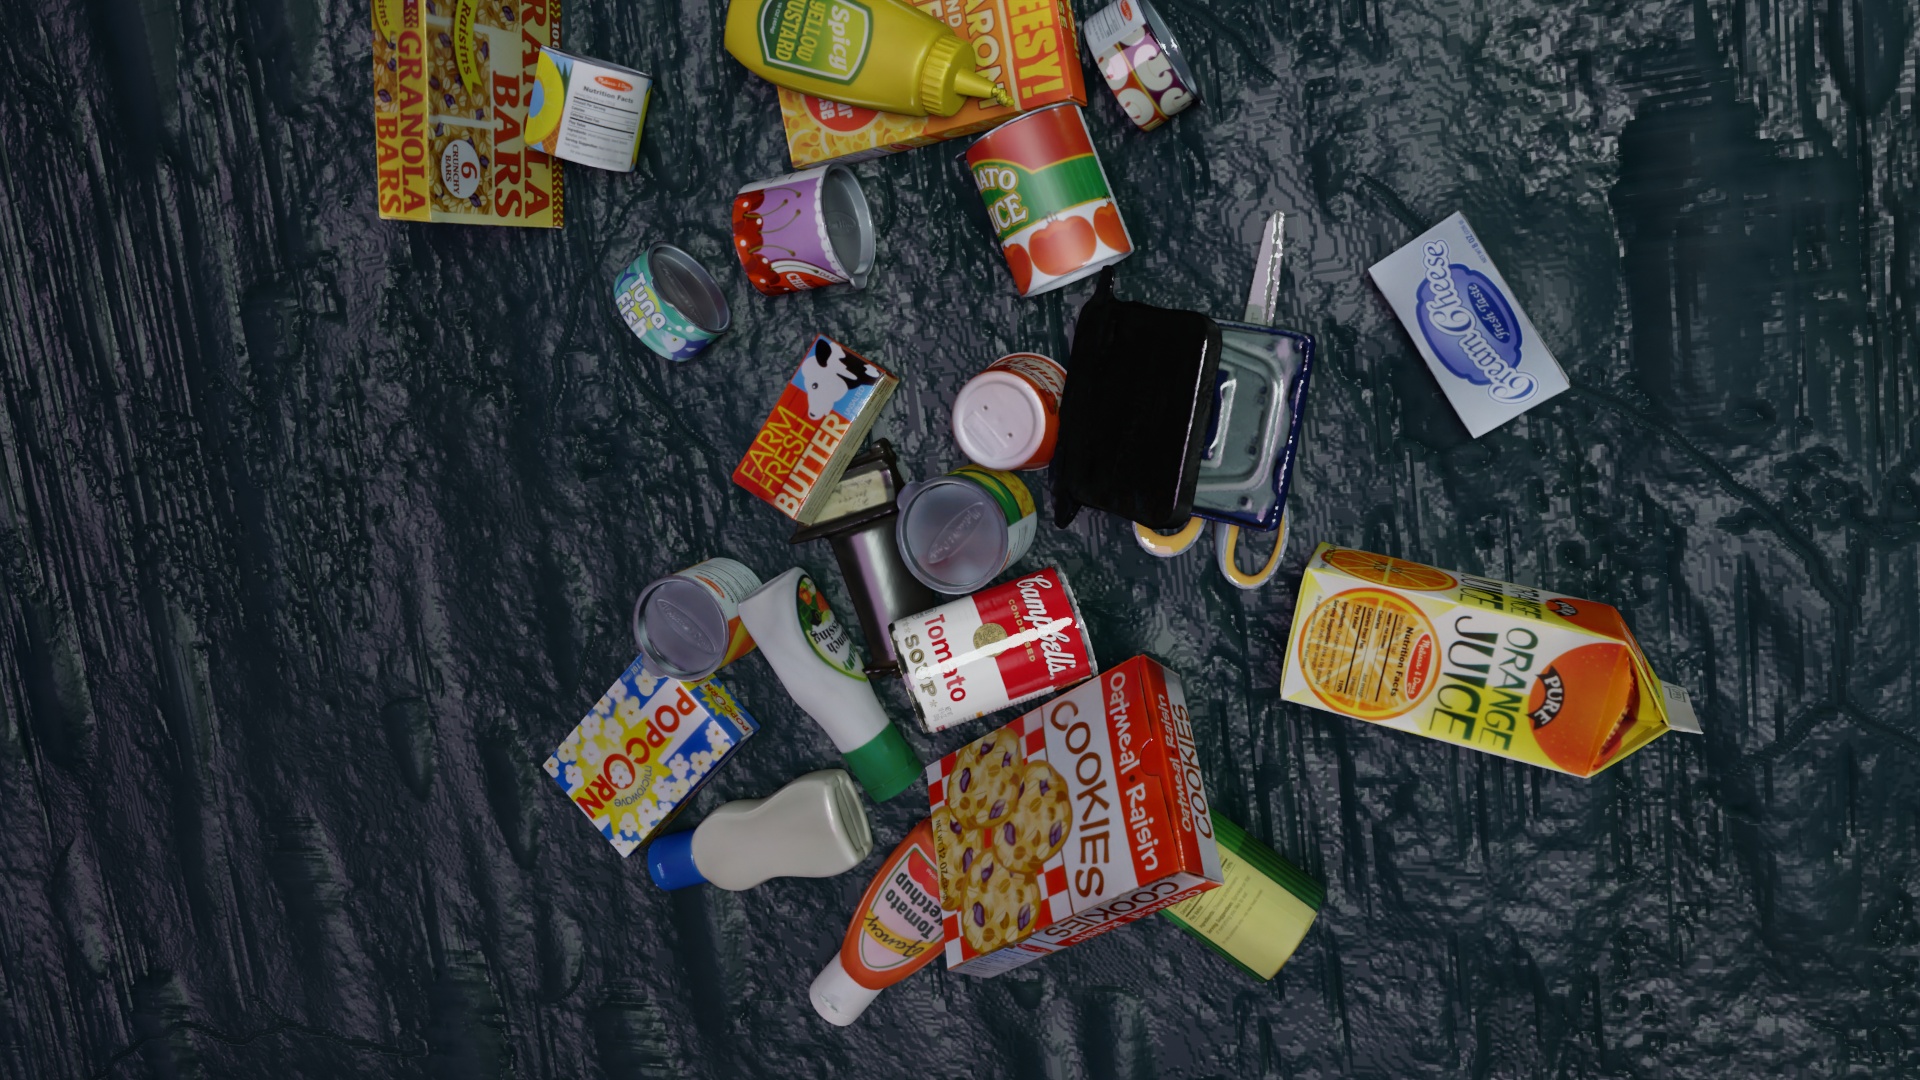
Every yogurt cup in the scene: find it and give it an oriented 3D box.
[{"bbox_3d":[0.029,-0.069,0.773,0.072,0.054,0.072,4,102,20],"label":"yogurt cup"}]

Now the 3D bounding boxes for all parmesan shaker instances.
[{"bbox_3d":[0.140,0.192,0.776,0.103,0.071,0.071,34,110,10],"label":"parmesan shaker"}]

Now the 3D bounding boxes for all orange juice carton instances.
[{"bbox_3d":[0.267,0.061,0.702,0.193,0.072,0.072,13,105,17],"label":"orange juice carton"}]

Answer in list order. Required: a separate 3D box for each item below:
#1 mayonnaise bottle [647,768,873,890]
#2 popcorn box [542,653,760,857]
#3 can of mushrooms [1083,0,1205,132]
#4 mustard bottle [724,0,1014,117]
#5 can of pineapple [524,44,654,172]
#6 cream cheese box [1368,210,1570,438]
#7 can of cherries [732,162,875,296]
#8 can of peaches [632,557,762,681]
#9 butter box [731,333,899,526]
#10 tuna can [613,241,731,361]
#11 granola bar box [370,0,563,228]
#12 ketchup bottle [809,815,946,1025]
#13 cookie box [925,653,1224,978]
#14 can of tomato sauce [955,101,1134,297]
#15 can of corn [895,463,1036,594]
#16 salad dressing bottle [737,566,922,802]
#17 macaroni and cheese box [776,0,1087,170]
[{"bbox_3d":[-0.131,0.192,0.888,0.148,0.041,0.064,-18,92,23],"label":"mayonnaise bottle"},{"bbox_3d":[-0.201,0.134,0.903,0.085,0.038,0.126,46,111,6],"label":"popcorn box"},{"bbox_3d":[0.094,-0.244,0.711,0.033,0.071,0.071,-29,90,22],"label":"can of mushrooms"},{"bbox_3d":[-0.044,-0.255,0.722,0.160,0.049,0.065,23,109,16],"label":"mustard bottle"},{"bbox_3d":[-0.221,-0.256,0.823,0.071,0.071,0.057,21,107,15],"label":"can of pineapple"},{"bbox_3d":[0.256,-0.108,0.700,0.053,0.024,0.104,-33,88,24],"label":"cream cheese box"},{"bbox_3d":[-0.088,-0.173,0.789,0.058,0.072,0.071,-7,98,21],"label":"can of cherries"},{"bbox_3d":[-0.161,0.049,0.862,0.071,0.058,0.071,4,102,19],"label":"can of peaches"},{"bbox_3d":[-0.085,-0.065,0.813,0.053,0.024,0.103,33,93,24],"label":"butter box"},{"bbox_3d":[-0.172,-0.141,0.823,0.032,0.071,0.071,-34,88,24],"label":"tuna can"},{"bbox_3d":[-0.285,-0.268,0.811,0.039,0.124,0.165,7,102,19],"label":"granola bar box"},{"bbox_3d":[-0.039,0.241,0.862,0.065,0.044,0.148,41,111,9],"label":"ketchup bottle"},{"bbox_3d":[0.056,0.153,0.762,0.167,0.040,0.123,-33,49,33],"label":"cookie box"},{"bbox_3d":[0.046,-0.179,0.739,0.071,0.071,0.083,-21,93,22],"label":"can of tomato sauce"},{"bbox_3d":[0.003,-0.010,0.791,0.071,0.058,0.071,4,102,19],"label":"can of corn"},{"bbox_3d":[-0.077,0.088,0.840,0.044,0.064,0.147,-30,97,16],"label":"salad dressing bottle"},{"bbox_3d":[-0.023,-0.282,0.759,0.166,0.040,0.123,-7,98,21],"label":"macaroni and cheese box"}]
